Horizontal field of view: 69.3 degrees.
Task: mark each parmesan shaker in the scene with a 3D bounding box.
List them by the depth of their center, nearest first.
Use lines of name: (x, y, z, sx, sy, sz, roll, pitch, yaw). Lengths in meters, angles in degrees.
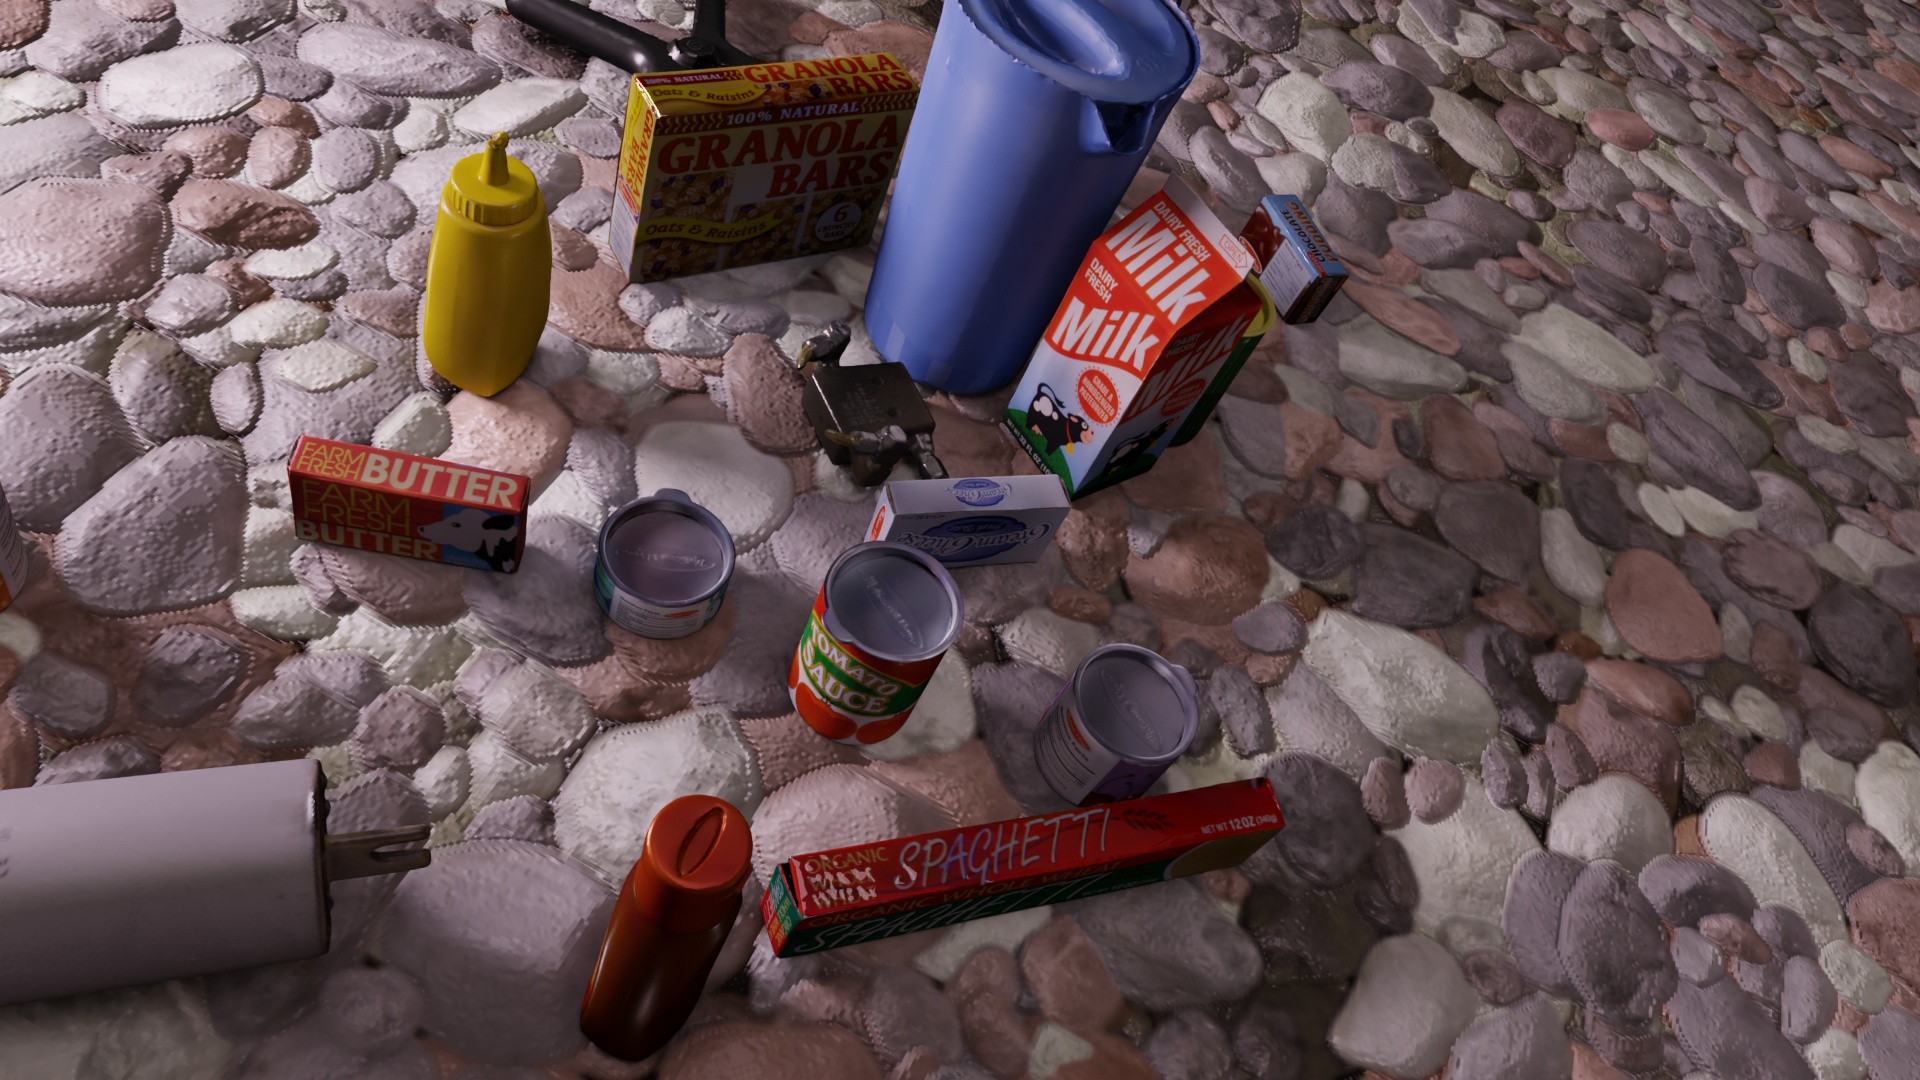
parmesan shaker: (0.138, -0.116, 0.850, 0.071, 0.102, 0.071, 11, 51, -14)

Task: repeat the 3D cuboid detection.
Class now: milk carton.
milk carton: (0.099, -0.111, 0.773, 0.074, 0.189, 0.072, -22, 65, -33)

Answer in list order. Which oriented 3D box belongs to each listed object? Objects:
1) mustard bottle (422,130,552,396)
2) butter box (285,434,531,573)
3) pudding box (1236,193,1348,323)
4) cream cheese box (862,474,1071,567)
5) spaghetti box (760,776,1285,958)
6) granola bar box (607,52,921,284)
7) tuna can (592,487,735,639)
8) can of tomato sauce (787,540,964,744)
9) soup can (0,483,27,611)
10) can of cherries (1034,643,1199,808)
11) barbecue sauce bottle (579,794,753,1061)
mustard bottle: (-0.232, -0.142, 0.685, 0.049, 0.159, 0.066, 26, 49, -1)
butter box: (-0.256, -0.016, 0.649, 0.103, 0.052, 0.024, 11, 51, -14)
pudding box: (0.235, -0.201, 0.990, 0.030, 0.049, 0.084, -8, 58, -27)
cream cheese box: (0.003, -0.009, 0.747, 0.104, 0.053, 0.024, -4, 56, -24)
spaghetti box: (0.034, 0.148, 0.640, 0.251, 0.050, 0.029, -4, 56, -25)
granola bar box: (-0.117, -0.219, 0.814, 0.166, 0.123, 0.039, -17, 62, -31)
tuna can: (-0.146, 0.011, 0.685, 0.071, 0.032, 0.071, 11, 51, -14)
can of tomato sauce: (-0.043, 0.051, 0.662, 0.071, 0.082, 0.071, 11, 51, -14)
soup can: (-0.423, -0.008, 0.556, 0.071, 0.083, 0.072, 11, 51, -14)
can of cherries: (0.079, 0.094, 0.694, 0.071, 0.058, 0.072, 11, 51, -14)
barbecue sauce bottle: (-0.109, 0.144, 0.522, 0.044, 0.147, 0.065, 29, 49, 1)
